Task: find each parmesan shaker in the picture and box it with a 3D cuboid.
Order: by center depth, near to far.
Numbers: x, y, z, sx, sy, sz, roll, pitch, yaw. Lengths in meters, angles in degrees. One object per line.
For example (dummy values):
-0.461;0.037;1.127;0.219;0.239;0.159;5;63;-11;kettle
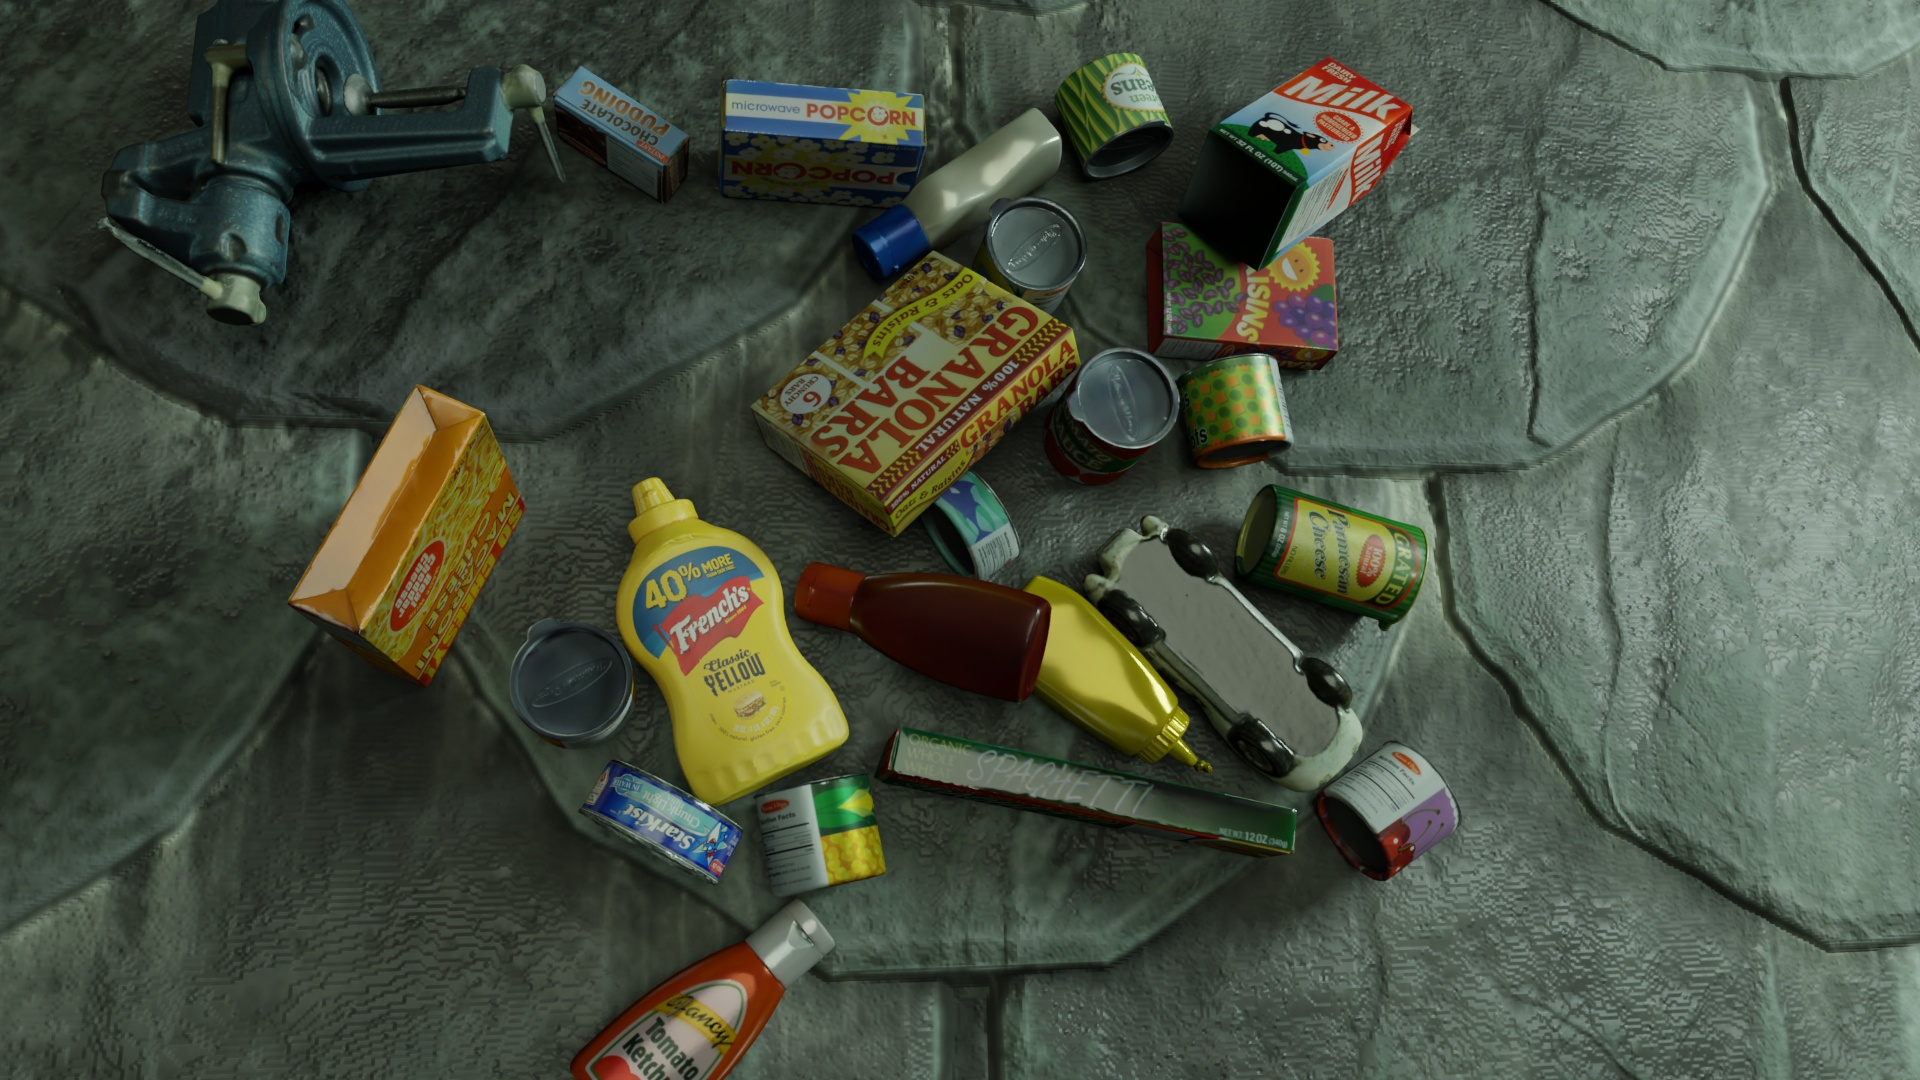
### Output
0.236;0.011;0.892;0.103;0.071;0.071;16;73;-6;parmesan shaker

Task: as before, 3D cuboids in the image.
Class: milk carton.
0.238;-0.264;0.942;0.072;0.073;0.191;40;54;19;milk carton

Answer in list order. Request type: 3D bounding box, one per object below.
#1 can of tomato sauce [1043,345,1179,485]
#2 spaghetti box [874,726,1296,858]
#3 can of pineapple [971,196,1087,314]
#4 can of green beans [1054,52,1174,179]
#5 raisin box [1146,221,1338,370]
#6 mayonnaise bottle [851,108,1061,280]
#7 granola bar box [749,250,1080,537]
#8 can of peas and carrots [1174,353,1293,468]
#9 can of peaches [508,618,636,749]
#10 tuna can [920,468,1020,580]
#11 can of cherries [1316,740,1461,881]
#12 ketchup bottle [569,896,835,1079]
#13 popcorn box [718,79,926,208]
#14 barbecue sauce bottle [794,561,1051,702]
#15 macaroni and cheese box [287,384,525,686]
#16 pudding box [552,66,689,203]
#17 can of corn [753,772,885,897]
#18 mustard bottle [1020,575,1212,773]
0.091;-0.076;0.878;0.071;0.083;0.071;3;75;-10;can of tomato sauce
0.075;0.152;0.831;0.250;0.050;0.029;13;72;-7;spaghetti box
0.043;-0.184;0.911;0.071;0.057;0.071;3;75;-10;can of pineapple
0.104;-0.289;0.947;0.071;0.071;0.058;-18;79;-15;can of green beans
0.191;-0.165;0.945;0.123;0.040;0.086;3;74;-9;raisin box
-0.002;-0.225;0.913;0.148;0.064;0.041;-35;81;-14;mayonnaise bottle
-0.028;-0.095;0.855;0.124;0.039;0.166;35;69;31;granola bar box
0.177;-0.083;0.906;0.071;0.070;0.059;-7;77;-13;can of peas and carrots
-0.219;0.082;0.789;0.071;0.058;0.071;3;75;-9;can of peaches
0.003;-0.011;0.853;0.033;0.071;0.071;-33;84;-16;tuna can
0.263;0.169;0.856;0.058;0.071;0.071;-31;83;-16;can of cherries
-0.137;0.260;0.764;0.149;0.043;0.065;-39;85;-18;ketchup bottle
-0.091;-0.252;0.889;0.127;0.085;0.038;1;75;-10;popcorn box
-0.024;0.047;0.819;0.148;0.044;0.064;14;98;16;barbecue sauce bottle
-0.287;0.004;0.740;0.040;0.166;0.124;24;72;-3;macaroni and cheese box
-0.216;-0.258;0.885;0.084;0.049;0.030;32;71;-1;pudding box
-0.078;0.167;0.790;0.071;0.071;0.058;-9;78;-13;can of corn
0.090;0.091;0.850;0.160;0.048;0.065;42;81;1;mustard bottle
